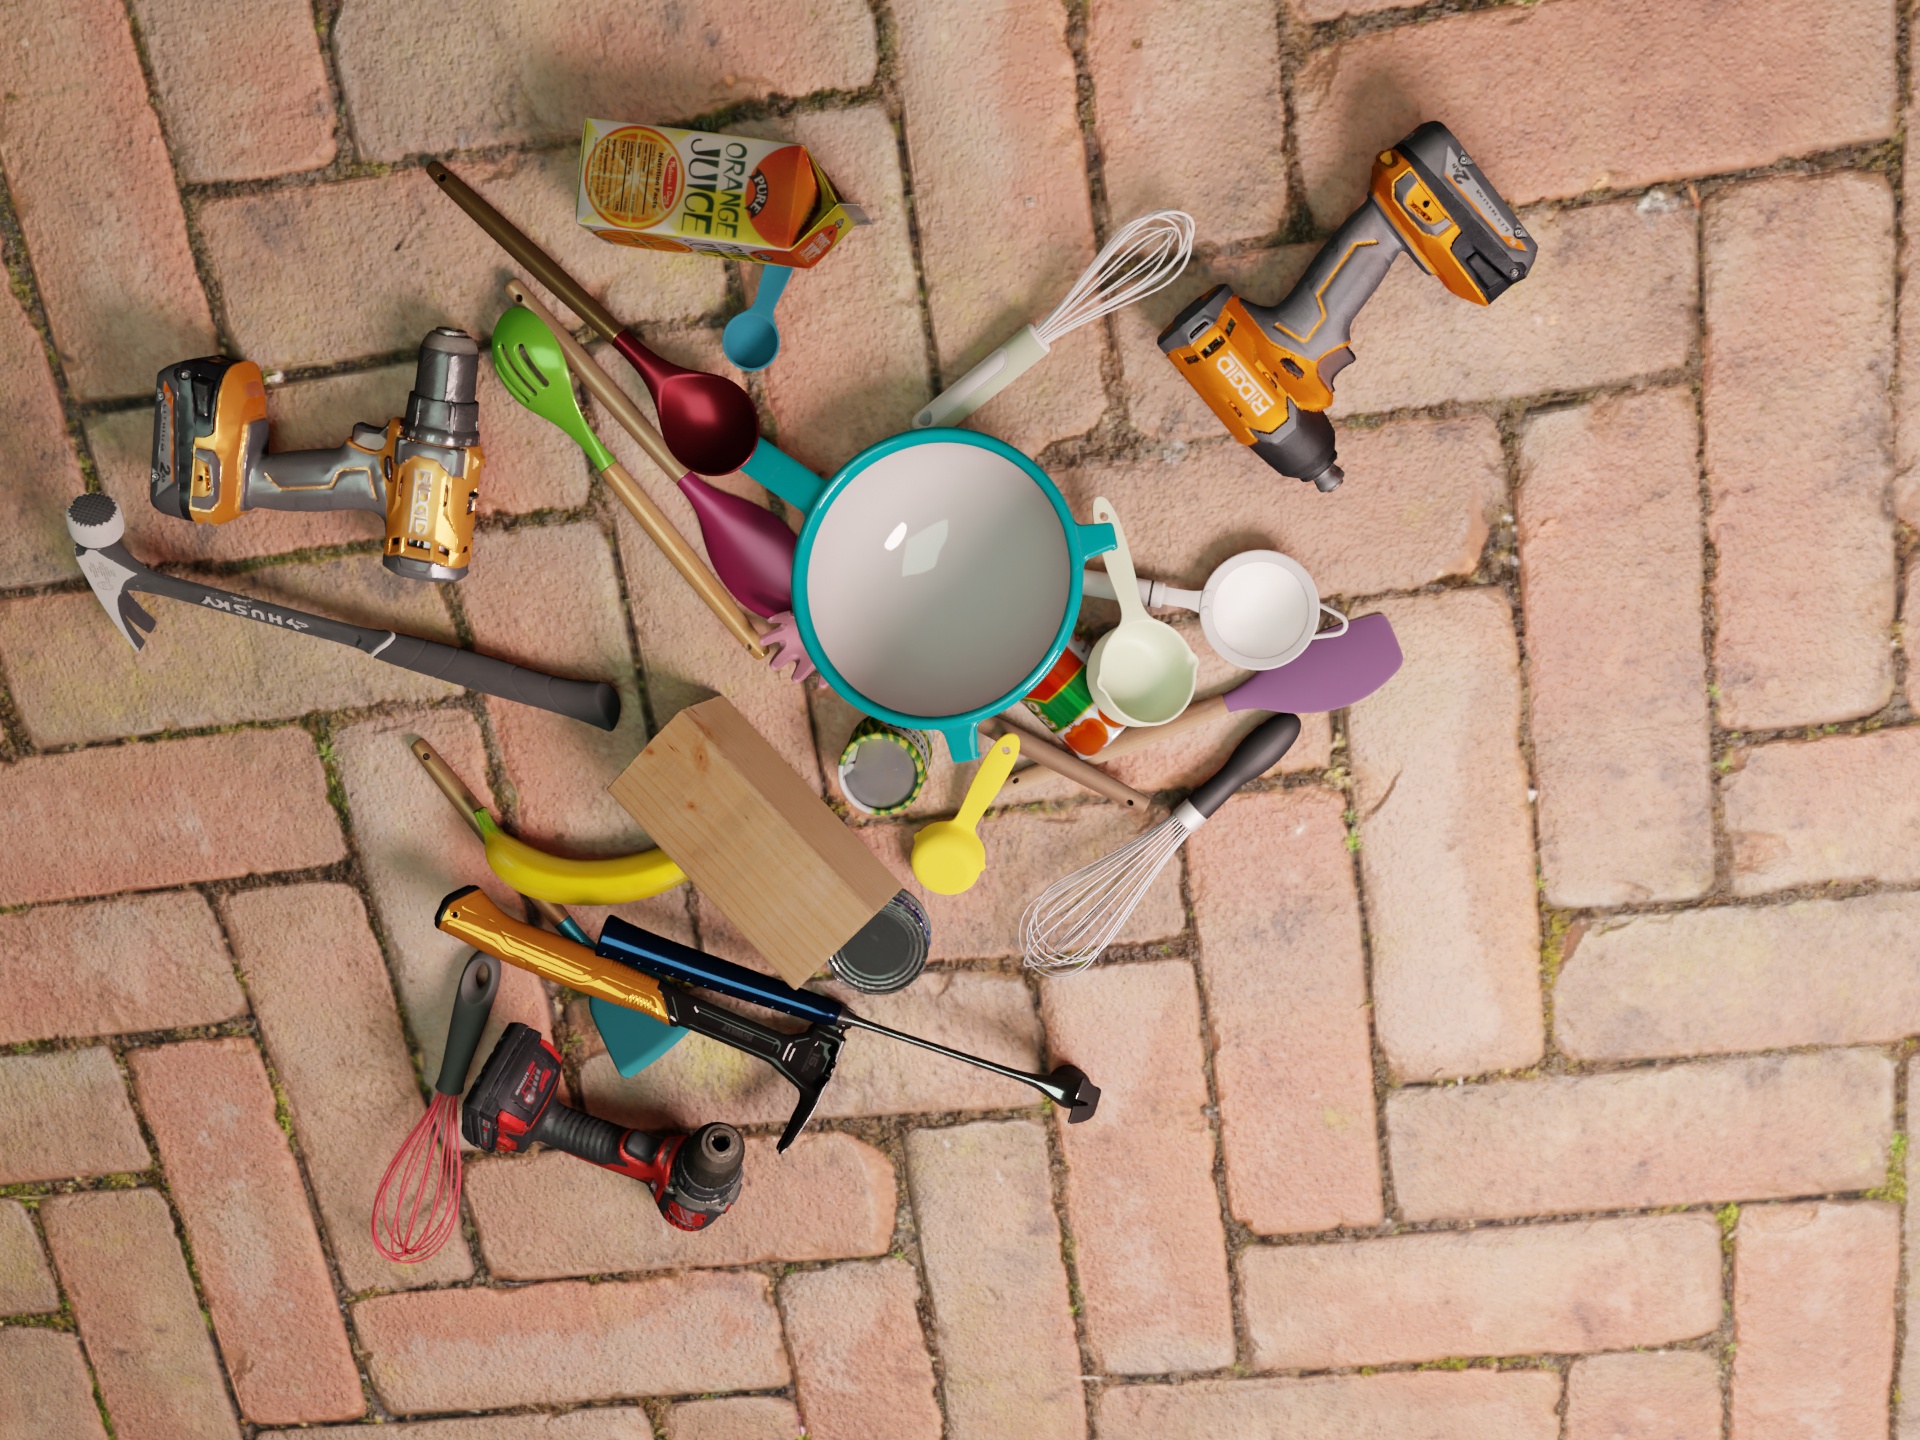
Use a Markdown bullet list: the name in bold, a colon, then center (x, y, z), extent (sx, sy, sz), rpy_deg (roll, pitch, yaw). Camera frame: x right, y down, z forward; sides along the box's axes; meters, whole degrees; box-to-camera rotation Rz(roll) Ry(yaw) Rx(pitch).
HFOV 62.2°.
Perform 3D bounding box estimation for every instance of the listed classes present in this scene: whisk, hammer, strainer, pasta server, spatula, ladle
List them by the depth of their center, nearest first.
- **whisk**: center (0.061, -0.274, 1.116), extent (0.246, 0.059, 0.058), rpy_deg (-36, 62, 18)
- **ladle**: center (-0.264, -0.290, 1.136), extent (0.315, 0.031, 0.069), rpy_deg (43, 94, 1)
- **strainer**: center (-0.058, -0.132, 1.156), extent (0.340, 0.095, 0.211), rpy_deg (35, 97, 16)
- **strainer**: center (0.152, -0.093, 1.164), extent (0.258, 0.050, 0.087), rpy_deg (11, 98, 8)
- **pasta server**: center (-0.002, -0.004, 1.196), extent (0.316, 0.040, 0.060), rpy_deg (27, 124, 1)
- **spatula**: center (0.176, -0.001, 1.196), extent (0.316, 0.018, 0.060), rpy_deg (-20, 74, 13)
- **whisk**: center (0.151, 0.094, 1.213), extent (0.070, 0.070, 0.284), rpy_deg (44, 101, -8)
- **hammer**: center (-0.462, -0.060, 1.215), extent (0.409, 0.036, 0.149), rpy_deg (16, 143, -6)
- **hammer**: center (-0.083, 0.230, 1.224), extent (0.405, 0.144, 0.035), rpy_deg (19, 82, -2)
- **hammer**: center (-0.258, 0.223, 1.261), extent (0.336, 0.034, 0.127), rpy_deg (25, 81, -8)
- **spatula**: center (-0.336, 0.141, 1.279), extent (0.082, 0.044, 0.317), rpy_deg (-39, 98, -10)
- **whisk**: center (-0.435, 0.327, 1.340), extent (0.073, 0.073, 0.296), rpy_deg (18, 101, 0)

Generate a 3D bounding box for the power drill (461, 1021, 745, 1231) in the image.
- **power drill**: center (-0.277, 0.328, 1.272), extent (0.226, 0.080, 0.187), rpy_deg (26, 147, -2)

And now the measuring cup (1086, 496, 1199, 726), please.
- **measuring cup**: center (0.115, -0.076, 1.139), extent (0.083, 0.038, 0.167), rpy_deg (-14, 87, -21)

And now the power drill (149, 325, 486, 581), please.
- **power drill**: center (-0.463, -0.212, 1.169), extent (0.226, 0.084, 0.185), rpy_deg (12, 107, -2)

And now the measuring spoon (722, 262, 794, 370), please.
- **measuring spoon**: center (-0.133, -0.312, 1.141), extent (0.042, 0.021, 0.128), rpy_deg (23, 98, 2)

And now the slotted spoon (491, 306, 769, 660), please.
- **slotted spoon**: center (-0.244, -0.169, 1.183), extent (0.070, 0.031, 0.313), rpy_deg (-26, 107, 42)

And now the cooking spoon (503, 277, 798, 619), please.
- **cooking spoon**: center (-0.223, -0.200, 1.179), extent (0.068, 0.017, 0.318), rpy_deg (-39, 100, 17)

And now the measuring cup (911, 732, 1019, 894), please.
- **measuring cup**: center (0.008, 0.073, 1.211), extent (0.062, 0.029, 0.156), rpy_deg (26, 124, -3)

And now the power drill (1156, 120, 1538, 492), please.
- **power drill**: center (0.270, -0.272, 1.080), extent (0.226, 0.084, 0.164), rpy_deg (-38, 100, 19)
